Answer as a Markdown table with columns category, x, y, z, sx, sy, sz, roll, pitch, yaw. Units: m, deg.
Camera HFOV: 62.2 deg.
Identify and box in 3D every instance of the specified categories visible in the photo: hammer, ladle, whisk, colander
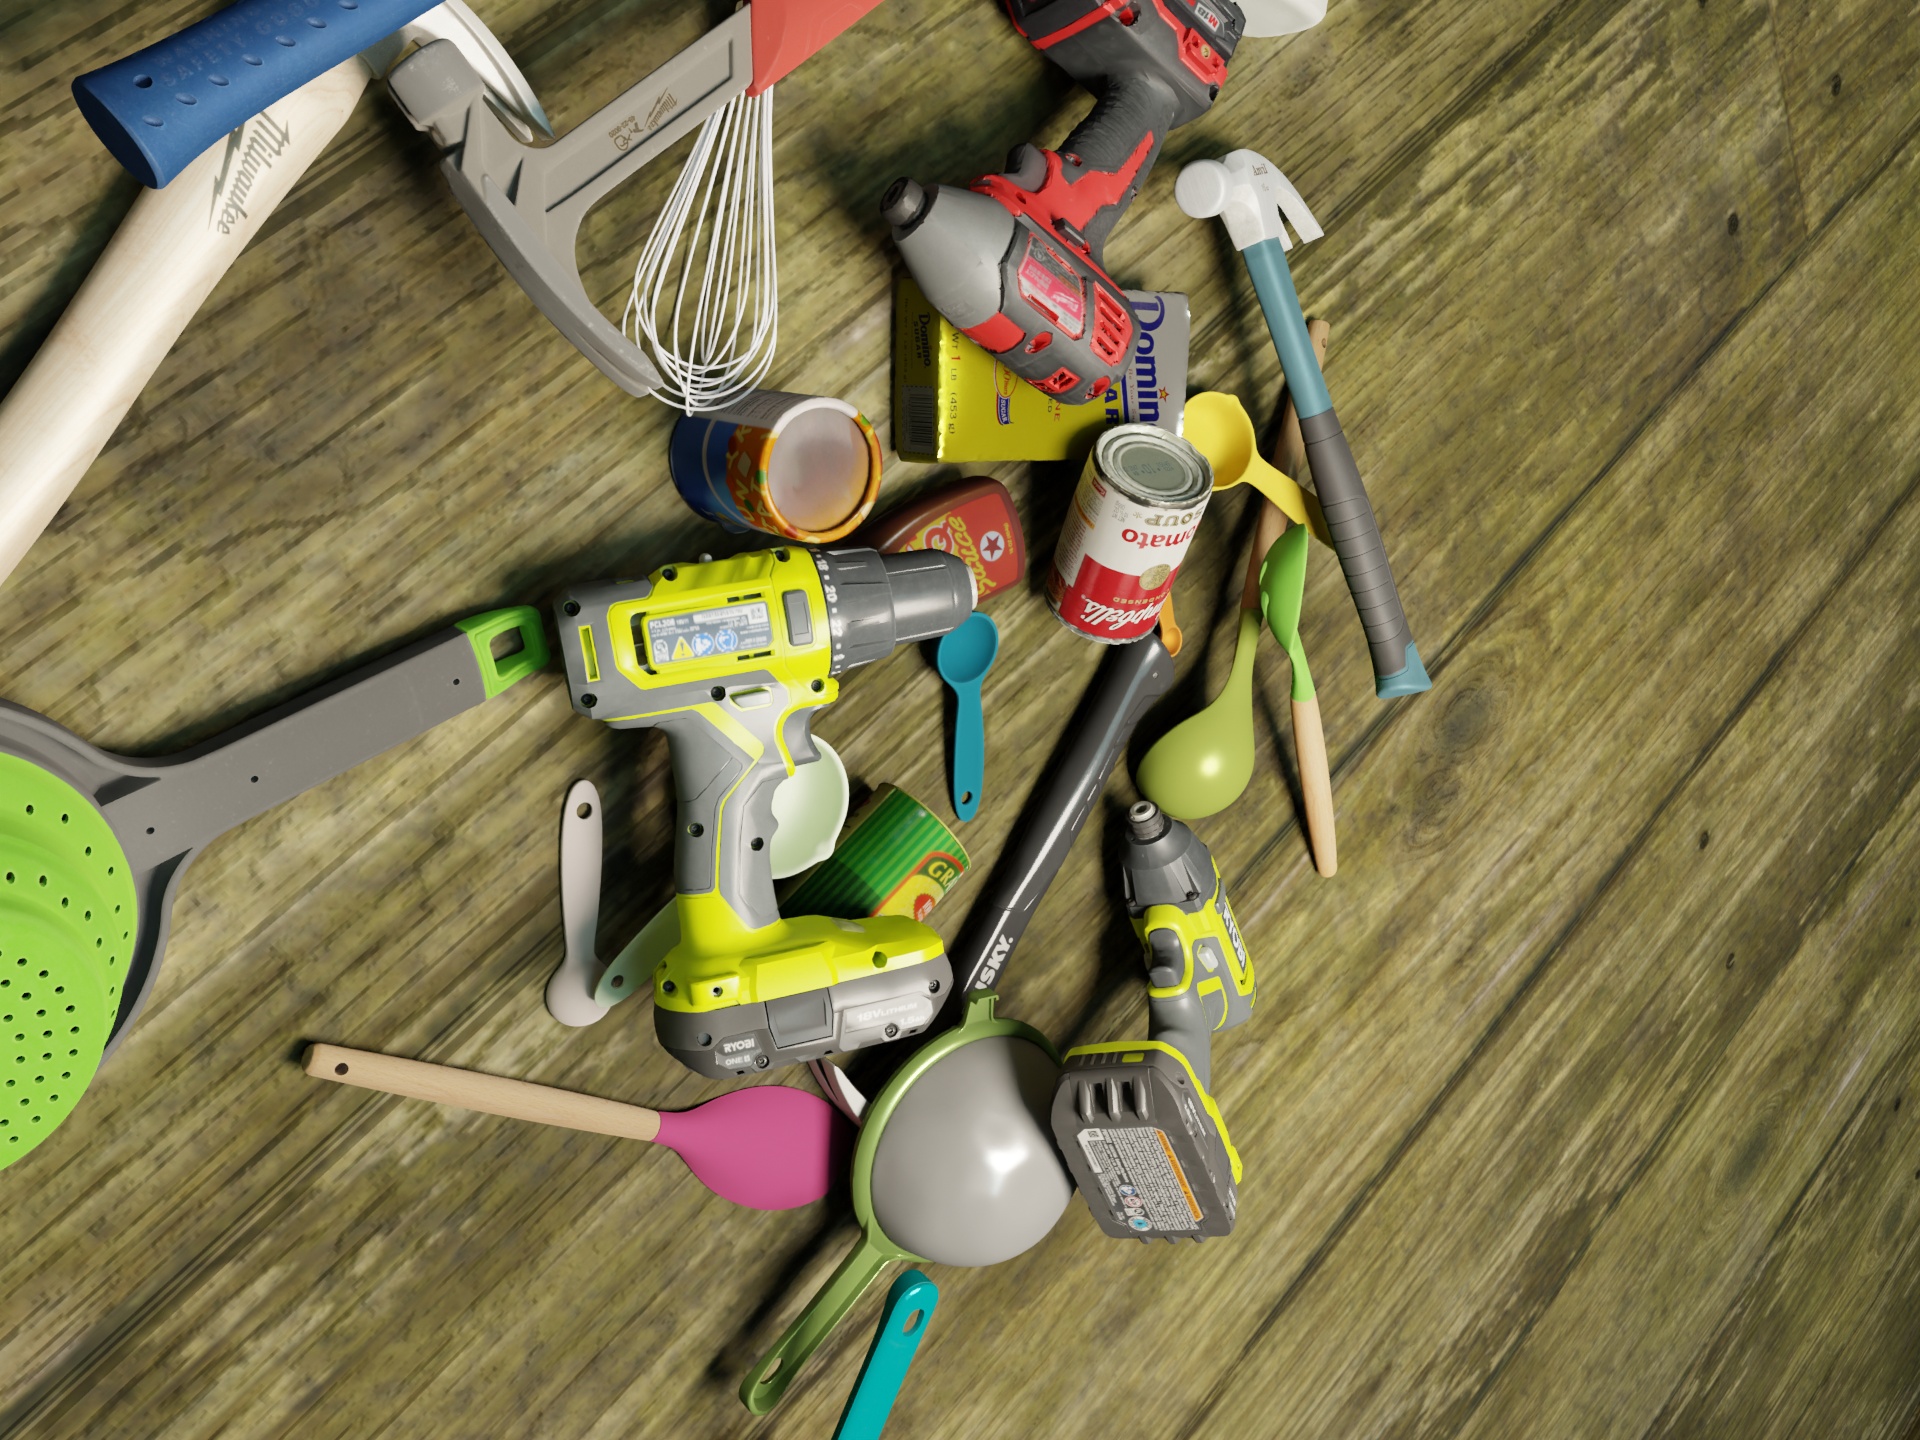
| category | x | y | z | sx | sy | sz | roll | pitch | yaw |
| --- | --- | --- | --- | --- | --- | --- | --- | --- | --- |
| hammer | 0.209 | -0.164 | 0.919 | 0.128 | 0.033 | 0.331 | -35 | 108 | -54 |
| hammer | -0.149 | -0.325 | 0.603 | 0.144 | 0.035 | 0.405 | 46 | 66 | 0 |
| ladle | 0.176 | -0.094 | 0.983 | 0.078 | 0.062 | 0.320 | 19 | 83 | -46 |
| whisk | -0.096 | -0.276 | 0.706 | 0.070 | 0.070 | 0.284 | 9 | 92 | -39 |
| hammer | -0.316 | -0.120 | 0.588 | 0.146 | 0.038 | 0.411 | 39 | 78 | -39 |
| hammer | -0.058 | -0.300 | 0.679 | 0.359 | 0.037 | 0.149 | -45 | 112 | -21 |
| hammer | 0.032 | 0.094 | 0.919 | 0.146 | 0.035 | 0.335 | 35 | 80 | -39 |
| colander | -0.306 | 0.060 | 0.588 | 0.397 | 0.095 | 0.204 | -32 | 132 | -33 |

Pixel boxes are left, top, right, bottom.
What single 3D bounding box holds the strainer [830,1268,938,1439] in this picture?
| category | x | y | z | sx | sy | sz | roll | pitch | yaw |
| --- | --- | --- | --- | --- | --- | --- | --- | --- | --- |
| strainer | -0.107 | 0.428 | 0.850 | 0.210 | 0.095 | 0.340 | 19 | 96 | -41 |

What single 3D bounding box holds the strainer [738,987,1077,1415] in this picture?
| category | x | y | z | sx | sy | sz | roll | pitch | yaw |
| --- | --- | --- | --- | --- | --- | --- | --- | --- | --- |
| strainer | -0.016 | 0.283 | 0.868 | 0.256 | 0.069 | 0.151 | -47 | 128 | -16 |

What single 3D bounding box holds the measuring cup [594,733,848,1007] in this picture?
| category | x | y | z | sx | sy | sz | roll | pitch | yaw |
| --- | --- | --- | --- | --- | --- | --- | --- | --- | --- |
| measuring cup | -0.127 | 0.071 | 0.788 | 0.167 | 0.038 | 0.083 | -48 | 124 | -12 |

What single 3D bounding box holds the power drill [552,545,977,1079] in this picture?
| category | x | y | z | sx | sy | sz | roll | pitch | yaw |
| --- | --- | --- | --- | --- | --- | --- | --- | --- | --- |
| power drill | -0.074 | 0.032 | 0.734 | 0.190 | 0.080 | 0.228 | -10 | 97 | -15 |

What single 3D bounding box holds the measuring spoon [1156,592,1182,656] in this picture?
| category | x | y | z | sx | sy | sz | roll | pitch | yaw |
| --- | --- | --- | --- | --- | --- | --- | --- | --- | --- |
| measuring spoon | 0.112 | -0.092 | 0.948 | 0.021 | 0.011 | 0.116 | -34 | 118 | -36 |

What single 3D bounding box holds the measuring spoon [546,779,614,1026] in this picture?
| category | x | y | z | sx | sy | sz | roll | pitch | yaw |
| --- | --- | --- | --- | --- | --- | --- | --- | --- | --- |
| measuring spoon | -0.179 | 0.090 | 0.762 | 0.034 | 0.018 | 0.124 | -6 | 105 | -37 |

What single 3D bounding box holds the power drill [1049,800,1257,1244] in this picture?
| category | x | y | z | sx | sy | sz | roll | pitch | yaw |
| --- | --- | --- | --- | --- | --- | --- | --- | --- | --- |
| power drill | 0.118 | 0.169 | 0.923 | 0.223 | 0.080 | 0.171 | -70 | 144 | -50 |

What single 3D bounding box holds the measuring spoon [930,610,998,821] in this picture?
| category | x | y | z | sx | sy | sz | roll | pitch | yaw |
| --- | --- | --- | --- | --- | --- | --- | --- | --- | --- |
| measuring spoon | -0.001 | -0.003 | 0.882 | 0.042 | 0.021 | 0.128 | -19 | 123 | -34 |

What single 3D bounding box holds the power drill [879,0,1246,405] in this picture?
| category | x | y | z | sx | sy | sz | roll | pitch | yaw |
| --- | --- | --- | --- | --- | --- | --- | --- | --- | --- |
| power drill | 0.047 | -0.279 | 0.770 | 0.143 | 0.078 | 0.220 | 29 | 73 | -33 |

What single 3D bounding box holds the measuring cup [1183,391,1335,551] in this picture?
| category | x | y | z | sx | sy | sz | roll | pitch | yaw |
| --- | --- | --- | --- | --- | --- | --- | --- | --- | --- |
| measuring cup | 0.180 | -0.139 | 0.952 | 0.156 | 0.029 | 0.062 | 31 | 76 | -25 |

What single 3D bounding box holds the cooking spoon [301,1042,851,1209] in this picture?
| category | x | y | z | sx | sy | sz | roll | pitch | yaw |
| --- | --- | --- | --- | --- | --- | --- | --- | --- | --- |
| cooking spoon | -0.175 | 0.199 | 0.795 | 0.318 | 0.017 | 0.069 | 25 | 85 | -40 |

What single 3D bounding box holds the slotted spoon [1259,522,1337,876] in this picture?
| category | x | y | z | sx | sy | sz | roll | pitch | yaw |
| --- | --- | --- | --- | --- | --- | --- | --- | --- | --- |
| slotted spoon | 0.217 | 0.002 | 1.000 | 0.313 | 0.031 | 0.070 | 70 | 22 | -45 |
